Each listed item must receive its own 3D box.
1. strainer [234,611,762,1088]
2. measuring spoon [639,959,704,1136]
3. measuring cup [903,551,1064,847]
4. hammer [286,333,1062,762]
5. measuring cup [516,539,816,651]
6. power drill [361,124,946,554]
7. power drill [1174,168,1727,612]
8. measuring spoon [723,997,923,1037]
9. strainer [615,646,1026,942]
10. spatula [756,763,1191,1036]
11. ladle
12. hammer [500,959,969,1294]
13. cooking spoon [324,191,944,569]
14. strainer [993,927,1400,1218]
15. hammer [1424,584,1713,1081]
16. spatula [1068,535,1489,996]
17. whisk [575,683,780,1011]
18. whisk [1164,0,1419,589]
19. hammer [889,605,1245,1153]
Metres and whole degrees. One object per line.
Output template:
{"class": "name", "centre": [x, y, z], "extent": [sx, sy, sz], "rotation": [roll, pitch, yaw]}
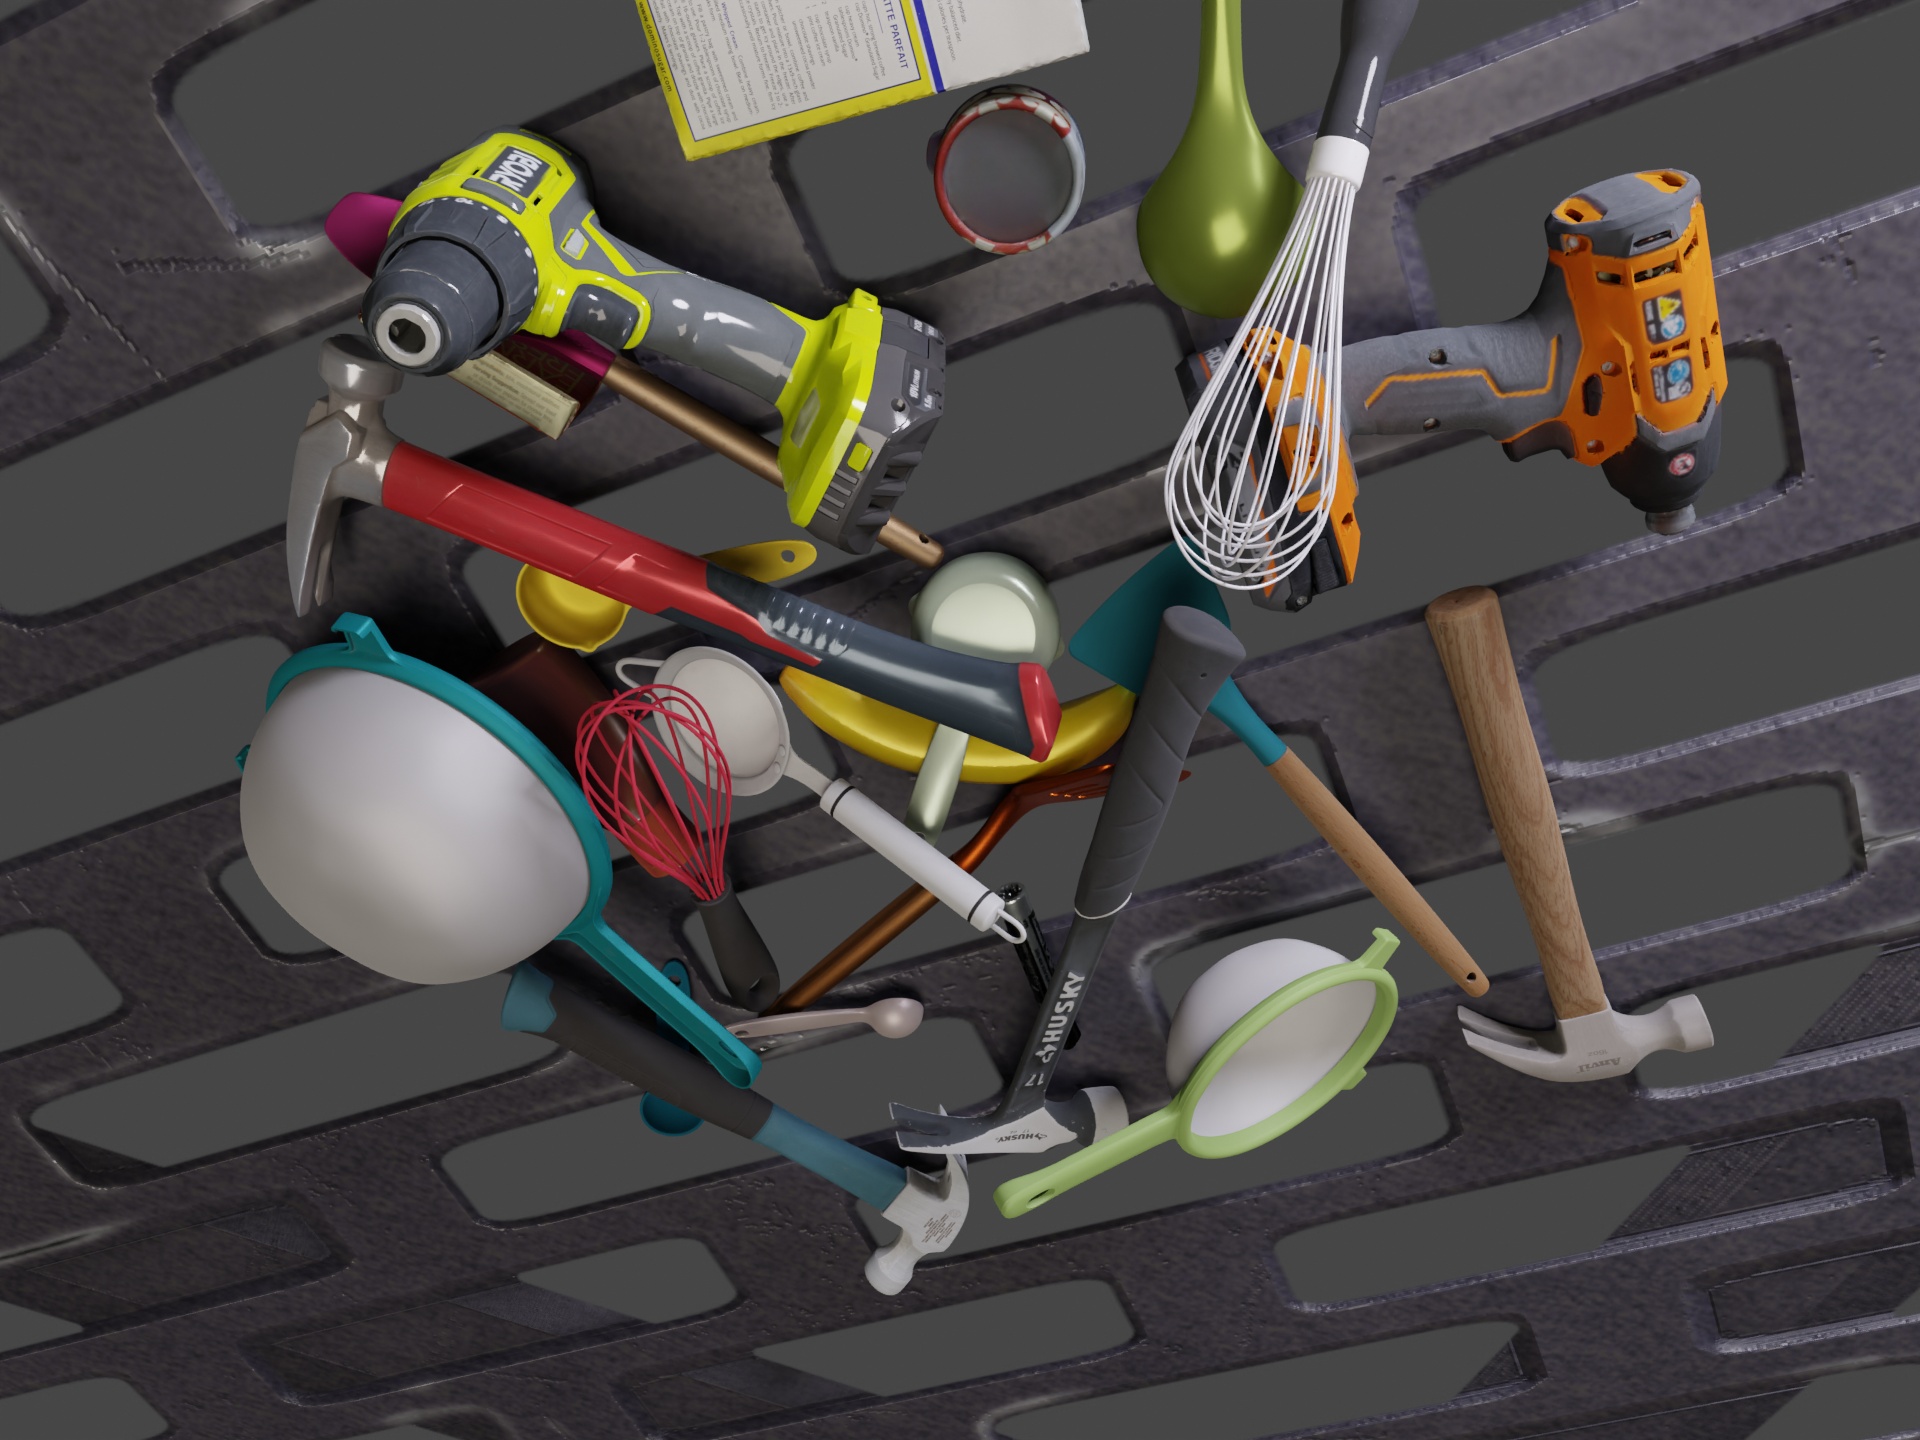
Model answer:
{"class": "strainer", "centre": [-0.251, 0.112, 0.842], "extent": [0.340, 0.095, 0.211], "rotation": [44, 136, -13]}
{"class": "measuring spoon", "centre": [-0.177, 0.200, 0.989], "extent": [0.042, 0.021, 0.128], "rotation": [2, 113, -6]}
{"class": "measuring cup", "centre": [-0.001, -0.003, 0.800], "extent": [0.083, 0.038, 0.167], "rotation": [18, 98, 0]}
{"class": "hammer", "centre": [-0.139, -0.051, 0.771], "extent": [0.386, 0.038, 0.143], "rotation": [22, 116, 1]}
{"class": "measuring cup", "centre": [-0.148, -0.076, 0.809], "extent": [0.156, 0.029, 0.062], "rotation": [-10, 120, 7]}
{"class": "power drill", "centre": [-0.125, -0.158, 0.665], "extent": [0.228, 0.191, 0.080], "rotation": [23, 120, -14]}
{"class": "power drill", "centre": [0.227, -0.130, 0.717], "extent": [0.226, 0.084, 0.164], "rotation": [-19, 119, 11]}
{"class": "measuring spoon", "centre": [-0.083, 0.185, 0.951], "extent": [0.124, 0.018, 0.034], "rotation": [-5, 145, -5]}
{"class": "strainer", "centre": [-0.068, 0.035, 0.817], "extent": [0.258, 0.050, 0.086], "rotation": [36, 128, 17]}
{"class": "spatula", "centre": [-0.012, 0.102, 0.895], "extent": [0.322, 0.041, 0.081], "rotation": [-41, 151, 28]}
{"class": "ladle", "centre": [0.105, -0.322, 0.638], "extent": [0.078, 0.062, 0.320], "rotation": [1, 115, 14]}
{"class": "hammer", "centre": [-0.135, 0.242, 0.979], "extent": [0.330, 0.033, 0.128], "rotation": [33, 109, -17]}
{"class": "cooking spoon", "centre": [-0.143, -0.152, 0.750], "extent": [0.318, 0.069, 0.017], "rotation": [28, 132, -19]}
{"class": "strainer", "centre": [0.122, 0.193, 0.887], "extent": [0.256, 0.069, 0.151], "rotation": [-23, 139, -17]}
{"class": "hammer", "centre": [0.309, 0.073, 0.861], "extent": [0.130, 0.031, 0.331], "rotation": [-19, 118, 15]}
{"class": "spatula", "centre": [0.182, 0.041, 0.831], "extent": [0.082, 0.044, 0.317], "rotation": [-43, 104, 4]}
{"class": "whisk", "centre": [-0.139, 0.079, 0.847], "extent": [0.073, 0.073, 0.295], "rotation": [-4, 141, 7]}
{"class": "whisk", "centre": [0.144, -0.191, 0.639], "extent": [0.070, 0.070, 0.284], "rotation": [15, 90, -5]}
{"class": "hammer", "centre": [0.065, 0.106, 0.838], "extent": [0.149, 0.036, 0.408], "rotation": [-2, 132, -19]}
